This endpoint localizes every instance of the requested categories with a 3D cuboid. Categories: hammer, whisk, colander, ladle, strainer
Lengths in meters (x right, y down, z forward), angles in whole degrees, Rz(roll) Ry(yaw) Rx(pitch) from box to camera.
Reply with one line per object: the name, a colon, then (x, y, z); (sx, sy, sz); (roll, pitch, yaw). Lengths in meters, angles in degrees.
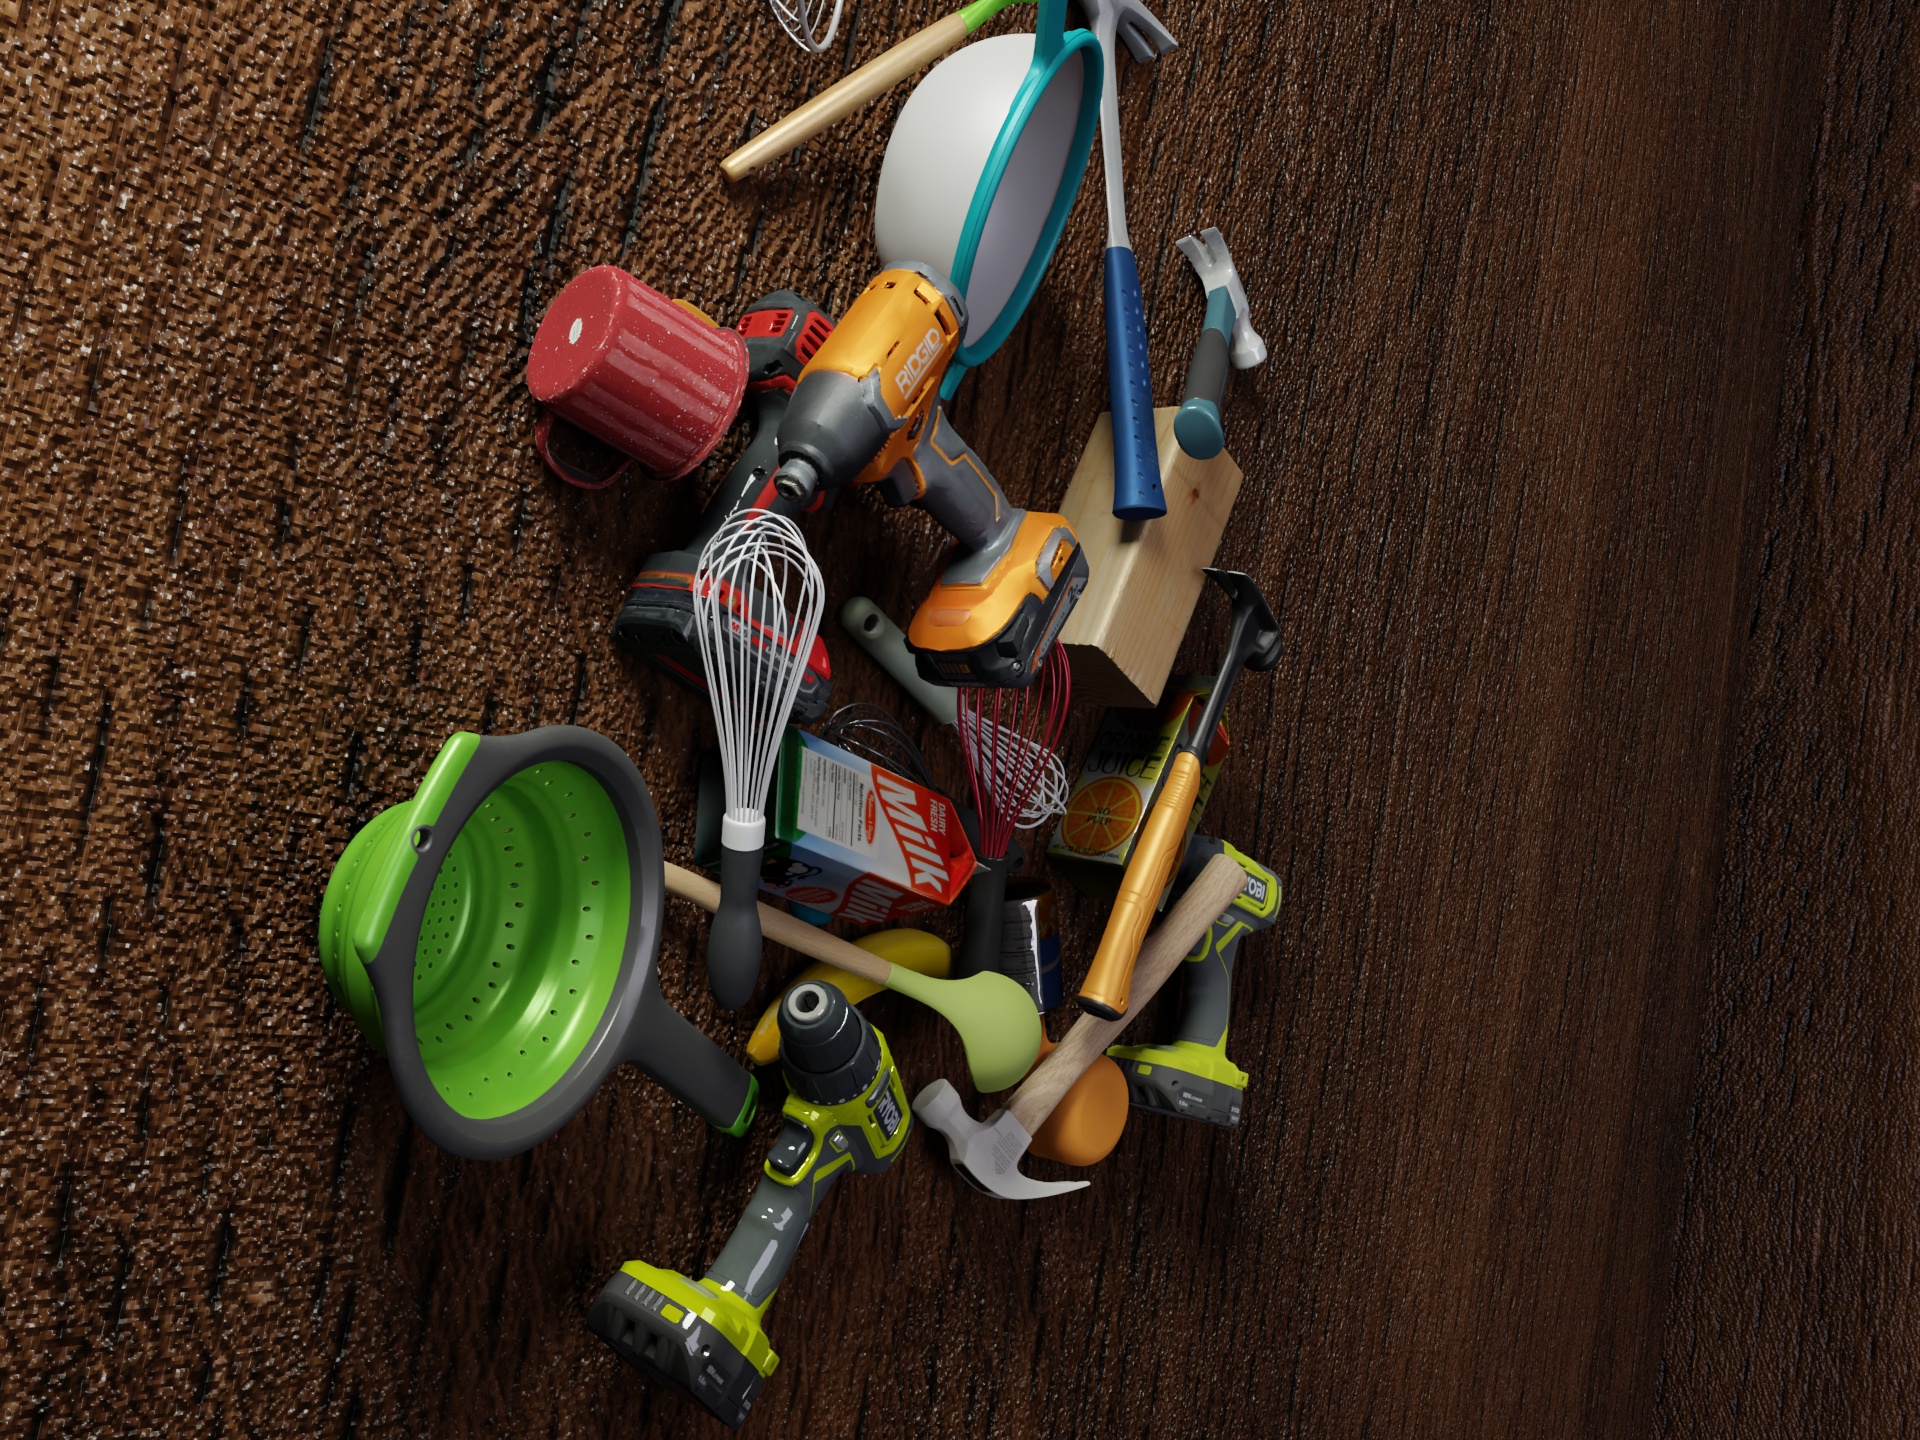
hammer: (0.188, -0.273, 1.181); (0.128, 0.033, 0.331); (63, 24, -25)
hammer: (0.156, 0.055, 1.153); (0.127, 0.034, 0.337); (47, 61, -53)
whisk: (-0.111, 0.029, 0.839); (0.070, 0.070, 0.284); (-16, 120, -47)
hammer: (0.117, -0.342, 1.134); (0.144, 0.035, 0.405); (6, 77, -50)
whisk: (0.024, 0.069, 1.049); (0.073, 0.073, 0.295); (-10, 113, -48)
colander: (-0.214, 0.140, 0.830); (0.396, 0.094, 0.205); (62, 41, -55)
hammer: (0.112, 0.218, 1.176); (0.331, 0.031, 0.130); (-43, 100, -29)
whisk: (-0.018, 0.053, 1.068); (0.238, 0.055, 0.055); (40, 64, -48)
ladle: (-0.075, 0.149, 0.974); (0.320, 0.062, 0.078); (29, 52, -28)
whisk: (-0.002, -0.003, 1.080); (0.058, 0.059, 0.246); (-52, 126, -10)
strainer: (0.011, -0.370, 0.937); (0.211, 0.095, 0.340); (-60, 168, -31)

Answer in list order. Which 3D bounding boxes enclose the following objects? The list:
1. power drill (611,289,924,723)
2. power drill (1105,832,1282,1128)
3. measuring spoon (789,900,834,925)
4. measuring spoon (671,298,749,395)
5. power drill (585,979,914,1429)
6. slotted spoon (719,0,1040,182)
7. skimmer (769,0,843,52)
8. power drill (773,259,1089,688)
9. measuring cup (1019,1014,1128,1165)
power drill: (-0.088, -0.112, 0.938); (0.187, 0.080, 0.227); (37, 68, -45)
power drill: (0.186, 0.207, 1.296); (0.171, 0.080, 0.223); (29, 69, -47)
measuring spoon: (-0.058, 0.105, 1.041); (0.128, 0.021, 0.042); (-11, 102, -46)
measuring spoon: (-0.132, -0.207, 0.937); (0.116, 0.011, 0.021); (41, 68, -39)
power drill: (-0.112, 0.271, 0.920); (0.229, 0.080, 0.190); (-57, 155, -28)
slotted spoon: (-0.020, -0.410, 0.962); (0.314, 0.070, 0.031); (-39, 81, -17)
skimmer: (0.018, -0.483, 0.992); (0.363, 0.090, 0.127); (-18, 128, -39)
power drill: (-0.020, -0.121, 0.903); (0.164, 0.084, 0.226); (-60, 135, -32)
measuring cup: (0.080, 0.255, 1.192); (0.095, 0.052, 0.173); (-33, 120, -42)
